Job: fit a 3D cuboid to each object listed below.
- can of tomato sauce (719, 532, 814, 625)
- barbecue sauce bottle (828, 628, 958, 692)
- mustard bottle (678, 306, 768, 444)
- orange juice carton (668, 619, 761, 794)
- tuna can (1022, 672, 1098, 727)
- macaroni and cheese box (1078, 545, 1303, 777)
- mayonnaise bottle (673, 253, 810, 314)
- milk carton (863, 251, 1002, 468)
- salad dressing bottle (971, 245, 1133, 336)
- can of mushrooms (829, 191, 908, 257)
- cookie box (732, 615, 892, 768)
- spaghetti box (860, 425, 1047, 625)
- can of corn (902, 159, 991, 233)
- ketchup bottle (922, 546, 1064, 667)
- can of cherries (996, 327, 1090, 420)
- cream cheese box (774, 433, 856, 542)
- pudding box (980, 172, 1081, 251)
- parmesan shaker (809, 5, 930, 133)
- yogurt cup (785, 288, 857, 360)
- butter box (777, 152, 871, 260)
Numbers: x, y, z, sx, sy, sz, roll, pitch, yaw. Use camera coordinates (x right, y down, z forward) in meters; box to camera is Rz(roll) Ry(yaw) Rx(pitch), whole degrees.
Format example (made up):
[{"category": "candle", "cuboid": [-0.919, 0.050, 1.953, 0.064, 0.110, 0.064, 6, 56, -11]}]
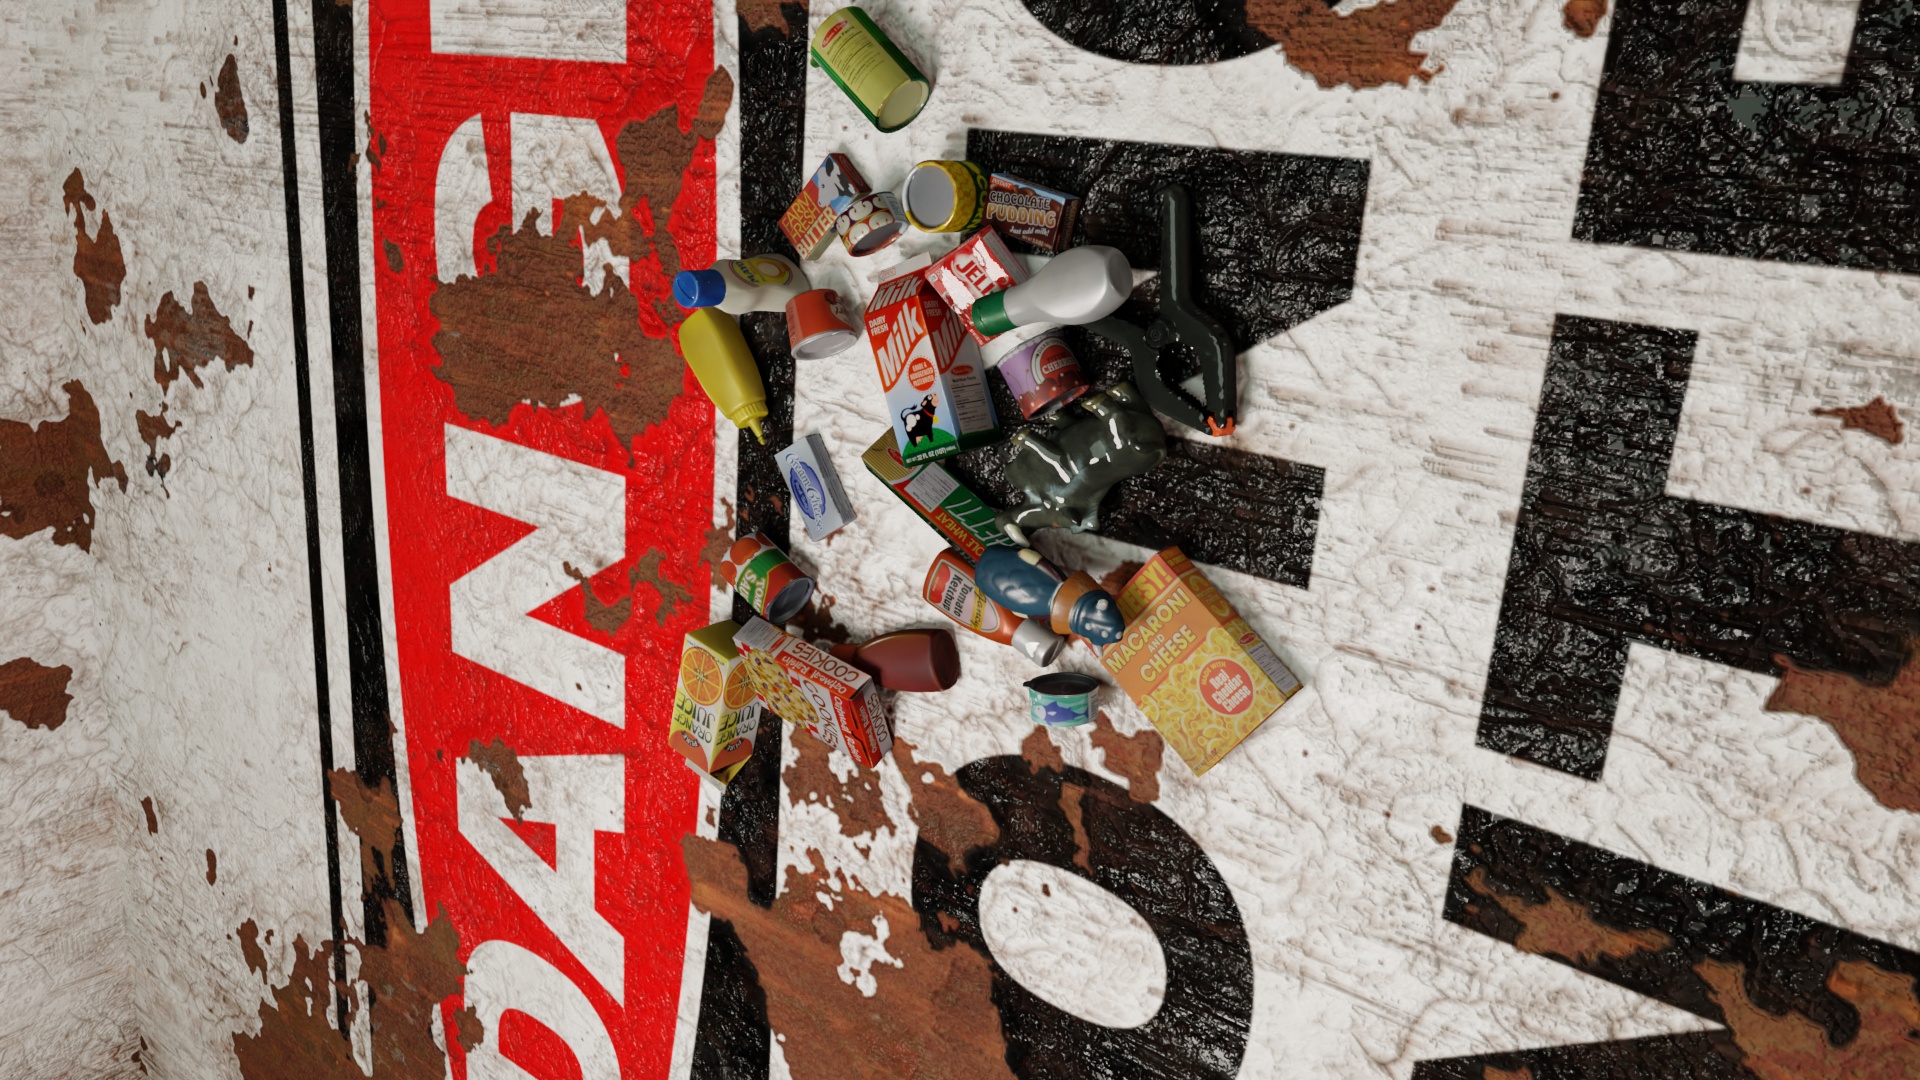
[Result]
[{"category": "can of tomato sauce", "cuboid": [-0.211, 0.041, 1.505, 0.083, 0.071, 0.071, 40, 122, 23]}, {"category": "barbecue sauce bottle", "cuboid": [-0.073, 0.124, 1.437, 0.148, 0.044, 0.064, -4, 98, 38]}, {"category": "mustard bottle", "cuboid": [-0.246, -0.172, 1.494, 0.065, 0.049, 0.160, -33, 81, 38]}, {"category": "orange juice carton", "cuboid": [-0.279, 0.194, 1.590, 0.072, 0.073, 0.191, 27, 116, 29]}, {"category": "tuna can", "cuboid": [0.094, 0.149, 1.300, 0.071, 0.071, 0.032, 7, 106, 36]}, {"category": "macaroni and cheese box", "cuboid": [0.200, 0.107, 1.228, 0.167, 0.040, 0.123, 50, 125, 16]}, {"category": "mayonnaise bottle", "cuboid": [-0.220, -0.255, 1.391, 0.065, 0.148, 0.041, 49, 125, 17]}, {"category": "milk carton", "cuboid": [-0.031, -0.172, 1.315, 0.072, 0.074, 0.190, -13, 92, 38]}, {"category": "salad dressing bottle", "cuboid": [0.077, -0.212, 1.202, 0.147, 0.044, 0.064, -11, 87, 38]}, {"category": "can of mushrooms", "cuboid": [-0.087, -0.301, 1.331, 0.070, 0.071, 0.033, -33, 83, 38]}, {"category": "cookie box", "cuboid": [-0.156, 0.162, 1.476, 0.167, 0.040, 0.122, 24, 145, 30]}, {"category": "spaghetti box", "cuboid": [0.005, -0.017, 1.338, 0.050, 0.028, 0.250, -44, 68, -10]}, {"category": "can of corn", "cuboid": [-0.009, -0.315, 1.275, 0.071, 0.058, 0.071, 10, 107, 35]}, {"category": "ketchup bottle", "cuboid": [0.033, 0.068, 1.344, 0.149, 0.044, 0.064, 34, 119, 26]}, {"category": "can of cherries", "cuboid": [0.076, -0.149, 1.243, 0.071, 0.072, 0.058, -32, 81, 38]}, {"category": "cream cheese box", "cuboid": [-0.153, -0.056, 1.467, 0.053, 0.024, 0.104, -28, 84, 37]}, {"category": "pudding box", "cuboid": [0.063, -0.295, 1.243, 0.084, 0.030, 0.049, 28, 116, 29]}, {"category": "parmesan shaker", "cuboid": [-0.085, -0.437, 1.298, 0.103, 0.071, 0.071, 51, 125, 16]}, {"category": "yogurt cup", "cuboid": [-0.143, -0.218, 1.397, 0.072, 0.072, 0.054, -25, 78, 38]}, {"category": "butter box", "cuboid": [-0.137, -0.332, 1.389, 0.103, 0.024, 0.053, -43, 75, 36]}]
